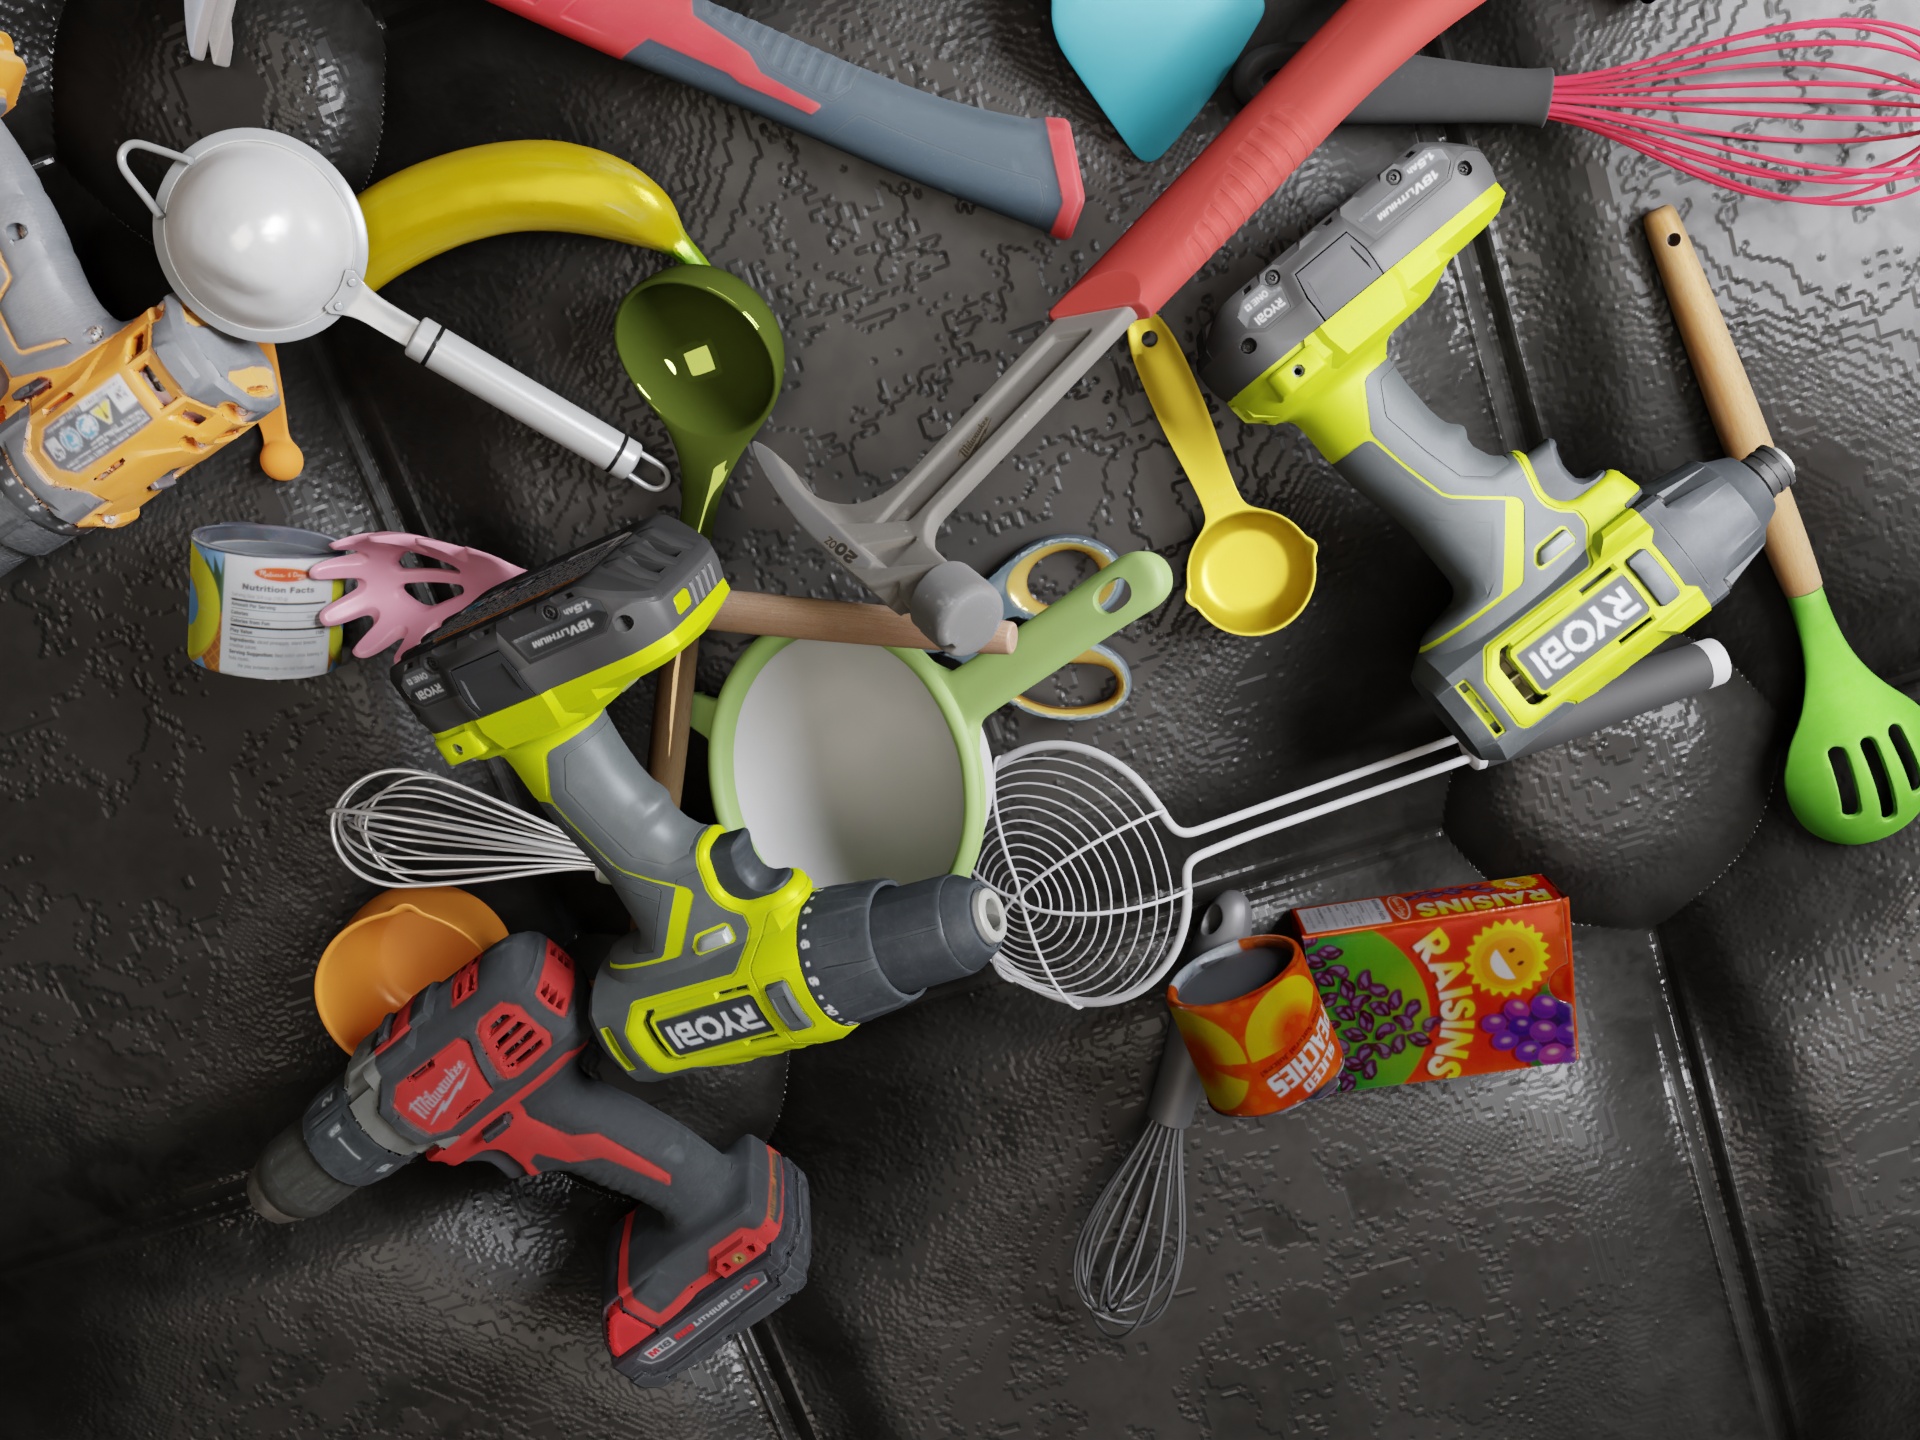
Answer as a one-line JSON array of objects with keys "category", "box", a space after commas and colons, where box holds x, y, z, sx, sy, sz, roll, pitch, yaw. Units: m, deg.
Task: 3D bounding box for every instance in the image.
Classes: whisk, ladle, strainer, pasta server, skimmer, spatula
[{"category": "whisk", "box": [0.104, 0.196, 0.784, 0.055, 0.055, 0.239, 14, 101, -1]}, {"category": "ladle", "box": [-0.130, -0.039, 0.709, 0.078, 0.062, 0.320, 11, 99, 16]}, {"category": "strainer", "box": [-0.001, -0.002, 0.698, 0.256, 0.069, 0.151, -34, 80, 31]}, {"category": "pasta server", "box": [-0.131, -0.046, 0.672, 0.316, 0.040, 0.060, 6, 117, 18]}, {"category": "skimmer", "box": [0.172, 0.030, 0.744, 0.363, 0.090, 0.127, -19, 89, -3]}, {"category": "strainer", "box": [-0.237, -0.168, 0.682, 0.258, 0.050, 0.087, 29, 103, -23]}, {"category": "whisk", "box": [0.261, -0.255, 0.653, 0.296, 0.073, 0.073, 7, 105, 8]}, {"category": "spatula", "box": [-0.020, -0.360, 0.656, 0.317, 0.044, 0.082, 37, 103, -2]}, {"category": "whisk", "box": [-0.179, 0.064, 0.763, 0.246, 0.059, 0.058, 9, 78, -4]}]

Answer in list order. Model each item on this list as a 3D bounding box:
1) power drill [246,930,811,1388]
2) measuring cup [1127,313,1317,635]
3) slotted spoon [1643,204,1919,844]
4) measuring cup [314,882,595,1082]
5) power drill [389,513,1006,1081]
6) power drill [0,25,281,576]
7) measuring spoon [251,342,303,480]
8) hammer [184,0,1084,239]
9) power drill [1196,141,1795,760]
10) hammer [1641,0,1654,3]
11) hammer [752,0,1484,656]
[{"category": "power drill", "box": [-0.201, 0.221, 0.758, 0.188, 0.080, 0.226, -37, 115, 11]}, {"category": "measuring cup", "box": [0.111, -0.112, 0.717, 0.062, 0.029, 0.156, -23, 91, 8]}, {"category": "slotted spoon", "box": [0.365, -0.080, 0.708, 0.070, 0.031, 0.313, -25, 101, 9]}, {"category": "measuring cup", "box": [-0.220, 0.125, 0.779, 0.173, 0.052, 0.095, 2, 107, -5]}, {"category": "power drill", "box": [-0.104, 0.039, 0.650, 0.190, 0.080, 0.228, -19, 112, 25]}, {"category": "power drill", "box": [-0.435, -0.181, 0.691, 0.185, 0.084, 0.226, -31, 102, 11]}, {"category": "measuring spoon", "box": [-0.324, -0.167, 0.725, 0.021, 0.011, 0.117, -8, 104, 5]}, {"category": "hammer", "box": [-0.132, -0.278, 0.674, 0.386, 0.038, 0.143, 22, 106, -3]}, {"category": "power drill", "box": [0.220, -0.118, 0.663, 0.171, 0.080, 0.223, -39, 93, 8]}, {"category": "hammer", "box": [0.114, -0.403, 0.630, 0.405, 0.035, 0.144, 29, 104, -5]}, {"category": "hammer", "box": [0.075, -0.192, 0.635, 0.359, 0.149, 0.036, -46, 141, 1]}]
